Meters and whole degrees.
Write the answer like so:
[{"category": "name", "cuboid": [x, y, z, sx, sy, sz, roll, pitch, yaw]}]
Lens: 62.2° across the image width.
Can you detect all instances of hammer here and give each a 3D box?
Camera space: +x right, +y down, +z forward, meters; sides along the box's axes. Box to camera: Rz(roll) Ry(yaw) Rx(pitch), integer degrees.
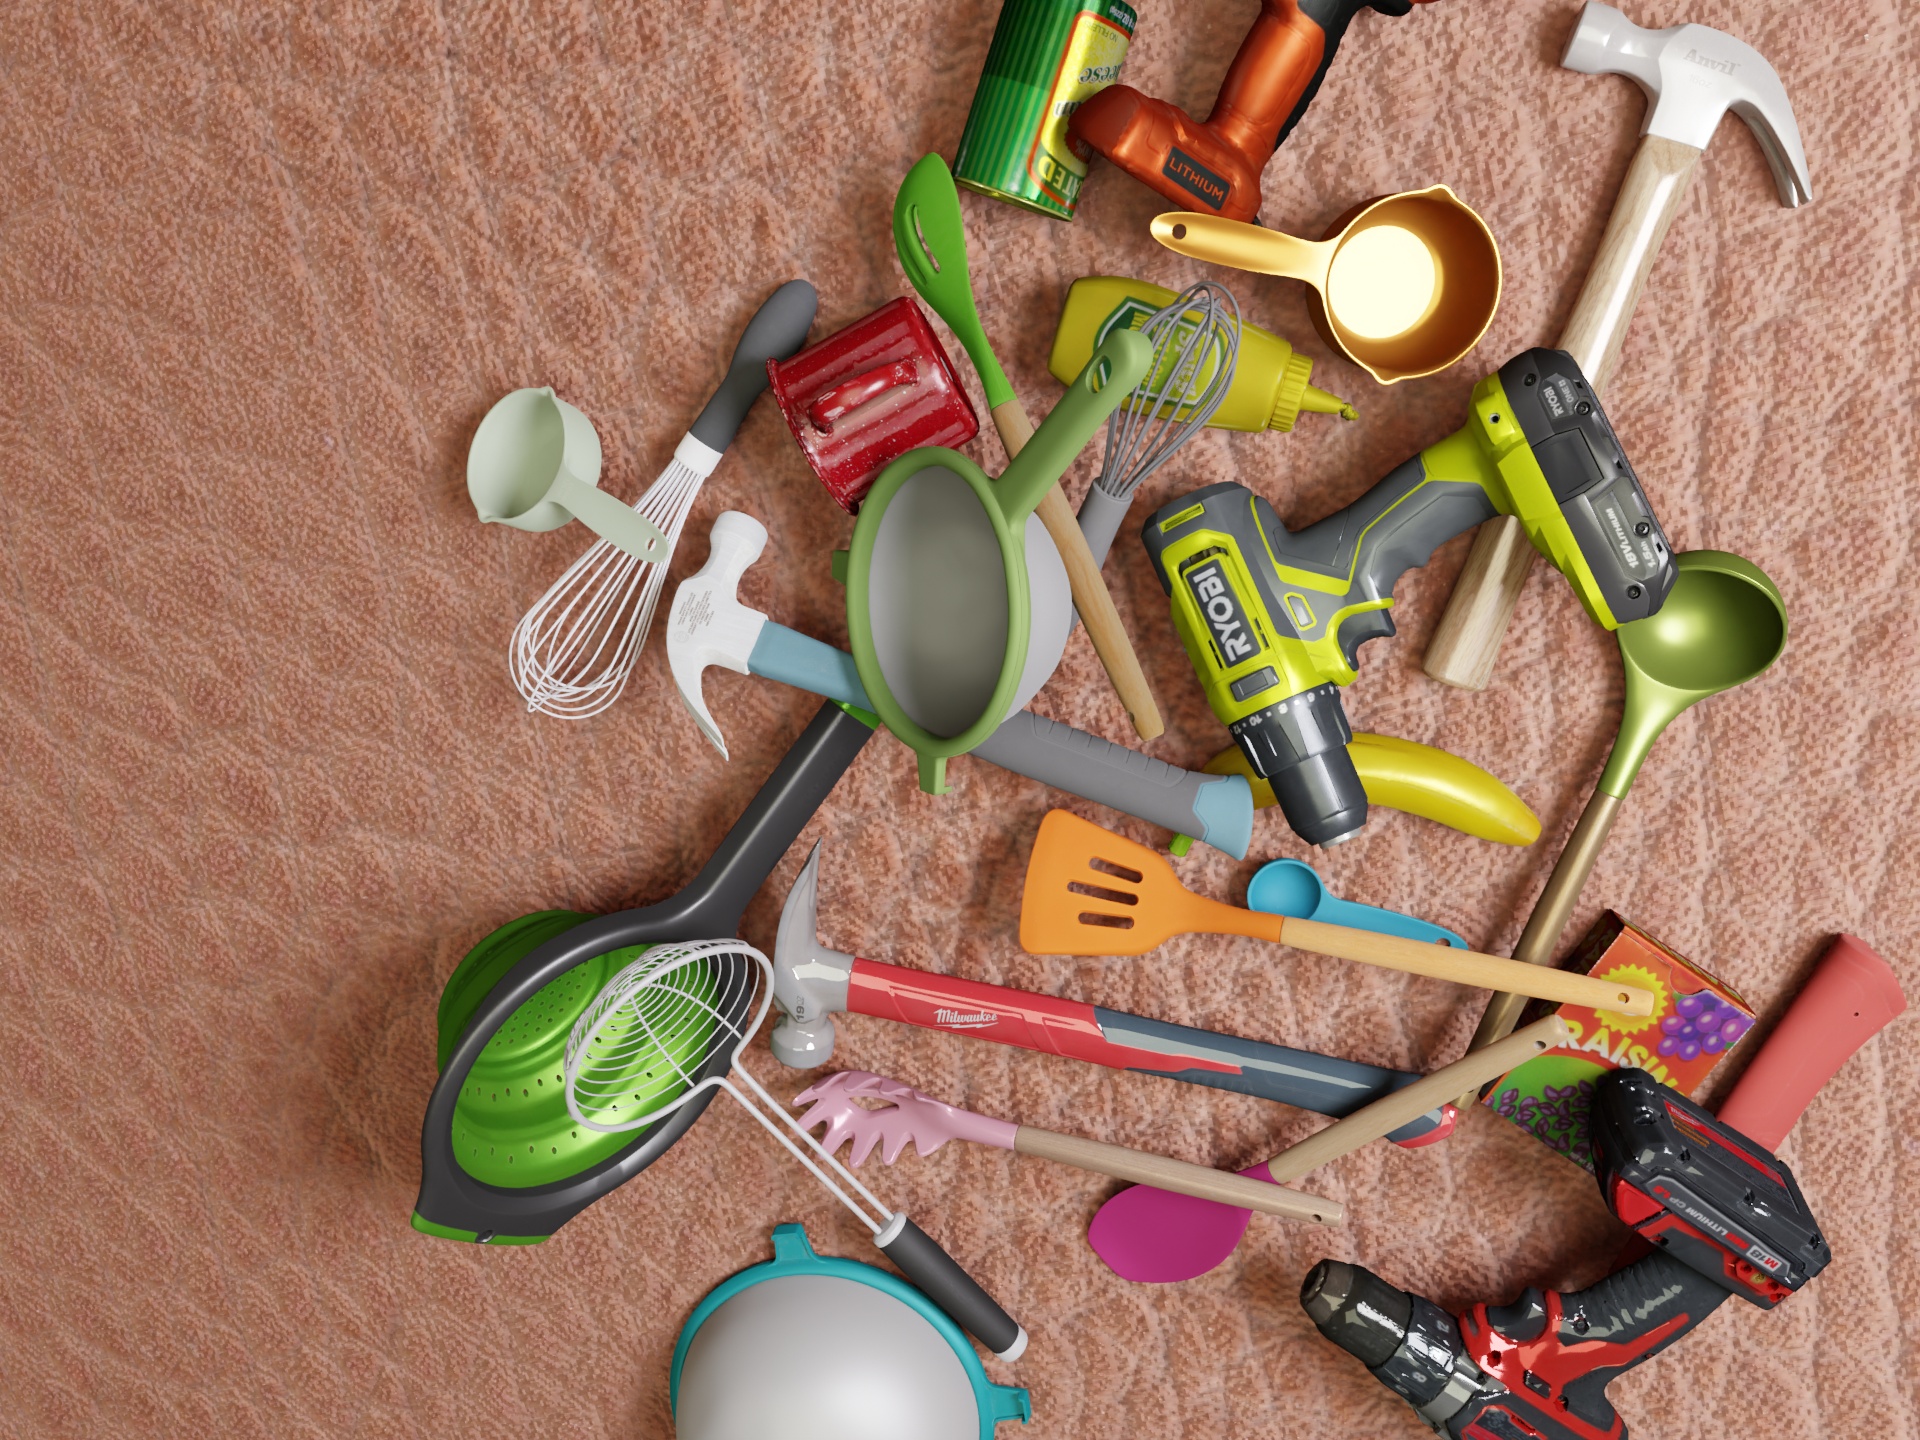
[{"category": "hammer", "cuboid": [0.085, 0.166, 0.891, 0.386, 0.038, 0.143, 11, 118, 6]}, {"category": "hammer", "cuboid": [0.389, 0.270, 0.874, 0.149, 0.037, 0.359, 26, 106, 3]}, {"category": "hammer", "cuboid": [-0.001, -0.003, 0.844, 0.331, 0.033, 0.128, 20, 69, 6]}, {"category": "hammer", "cuboid": [0.309, -0.171, 0.793, 0.130, 0.031, 0.331, 19, 105, 6]}]

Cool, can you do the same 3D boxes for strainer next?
[{"category": "strainer", "cuboid": [-0.125, 0.493, 0.982, 0.211, 0.095, 0.340, 36, 104, 0]}, {"category": "strainer", "cuboid": [0.032, -0.088, 0.753, 0.256, 0.069, 0.152, -49, 55, 44]}]

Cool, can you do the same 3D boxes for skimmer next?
[{"category": "skimmer", "cuboid": [-0.071, 0.258, 0.880, 0.127, 0.090, 0.363, -44, 109, -8]}]

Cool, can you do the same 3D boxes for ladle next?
[{"category": "ladle", "cuboid": [0.323, 0.064, 0.816, 0.078, 0.062, 0.320, 24, 101, 11]}]

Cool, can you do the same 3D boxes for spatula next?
[{"category": "spatula", "cuboid": [0.193, 0.115, 0.837, 0.323, 0.041, 0.081, 10, 80, 16]}]

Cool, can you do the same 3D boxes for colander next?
[{"category": "colander", "cuboid": [-0.180, 0.110, 0.908, 0.095, 0.204, 0.397, 36, 90, 36]}]

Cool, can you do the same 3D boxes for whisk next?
[{"category": "whisk", "cuboid": [0.079, -0.114, 0.807, 0.055, 0.055, 0.238, 28, 128, 3]}, {"category": "whisk", "cuboid": [-0.162, -0.120, 0.877, 0.070, 0.070, 0.284, 35, 100, 1]}]

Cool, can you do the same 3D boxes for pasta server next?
[{"category": "pasta server", "cuboid": [0.056, 0.249, 0.904, 0.316, 0.040, 0.060, 9, 120, 18]}]

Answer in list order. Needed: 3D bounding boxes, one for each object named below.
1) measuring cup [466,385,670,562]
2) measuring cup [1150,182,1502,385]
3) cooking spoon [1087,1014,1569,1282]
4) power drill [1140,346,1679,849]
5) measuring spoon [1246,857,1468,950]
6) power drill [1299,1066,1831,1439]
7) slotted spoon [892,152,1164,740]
[{"category": "measuring cup", "cuboid": [-0.200, -0.120, 0.855, 0.168, 0.038, 0.083, 33, 98, 31]}, {"category": "measuring cup", "cuboid": [0.173, -0.223, 0.778, 0.173, 0.052, 0.095, 12, 106, -5]}, {"category": "cooking spoon", "cuboid": [0.194, 0.238, 0.875, 0.319, 0.017, 0.068, -38, 95, 31]}, {"category": "power drill", "cuboid": [0.220, -0.058, 0.778, 0.228, 0.080, 0.190, -27, 82, 26]}, {"category": "measuring spoon", "cuboid": [0.219, 0.106, 0.881, 0.128, 0.021, 0.042, 18, 108, -4]}, {"category": "power drill", "cuboid": [0.309, 0.293, 0.836, 0.188, 0.080, 0.226, 33, 111, 1]}, {"category": "slotted spoon", "cuboid": [0.033, -0.135, 0.795, 0.031, 0.070, 0.314, -23, 88, -20]}]
